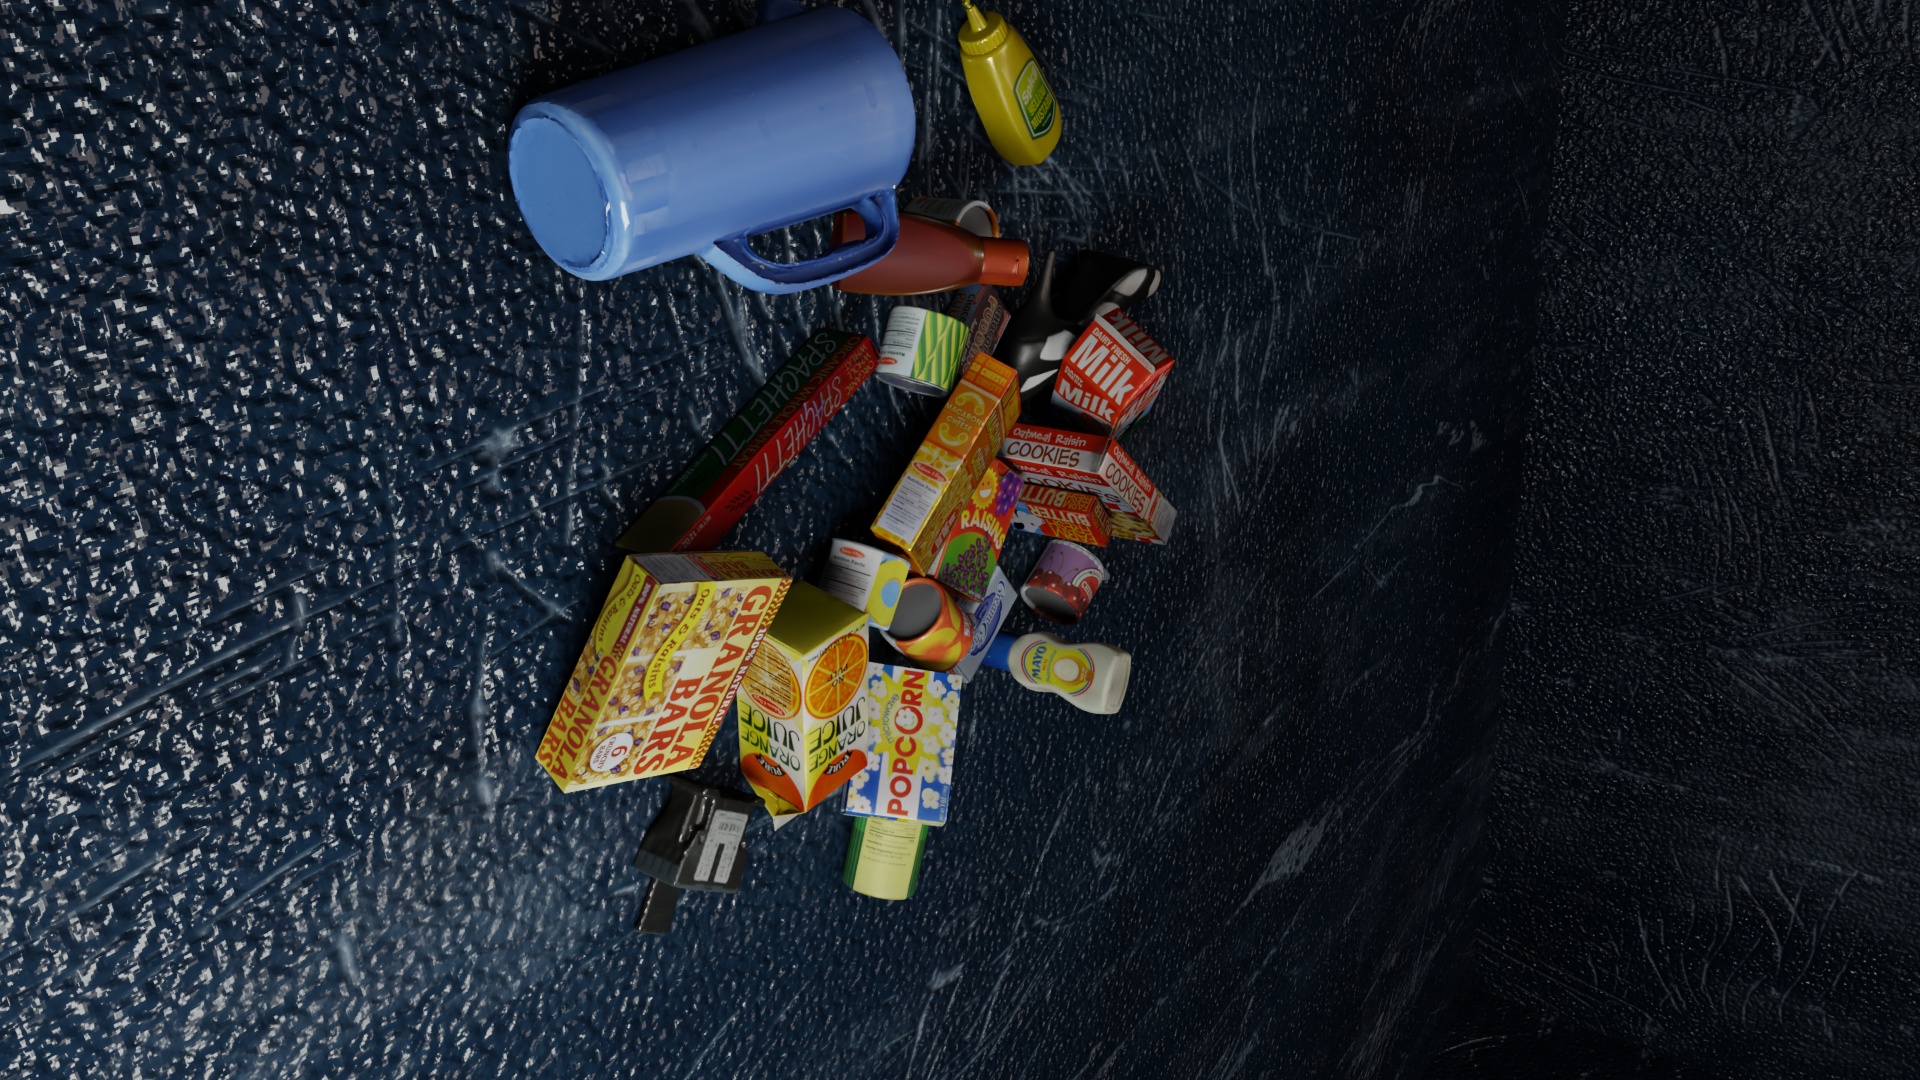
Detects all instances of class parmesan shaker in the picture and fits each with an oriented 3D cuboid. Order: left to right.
[{"bbox_3d":[-0.064,0.250,1.203,0.071,0.071,0.103,8,95,-55],"label":"parmesan shaker"}]

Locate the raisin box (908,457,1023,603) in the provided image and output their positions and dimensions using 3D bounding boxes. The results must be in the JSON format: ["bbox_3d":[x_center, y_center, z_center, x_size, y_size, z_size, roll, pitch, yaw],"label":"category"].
[{"bbox_3d":[0.004,-0.015,1.235,0.086,0.040,0.123,31,74,-53],"label":"raisin box"}]

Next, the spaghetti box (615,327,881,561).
[{"bbox_3d":[-0.147,-0.067,0.995,0.251,0.050,0.028,-53,140,-32],"label":"spaghetti box"}]

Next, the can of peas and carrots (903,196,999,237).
[{"bbox_3d":[-0.009,-0.242,1.126,0.071,0.059,0.070,-23,119,-49],"label":"can of peas and carrots"}]

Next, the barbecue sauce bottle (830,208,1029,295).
[{"bbox_3d":[-0.023,-0.217,1.059,0.149,0.044,0.064,1,113,-17],"label":"barbecue sauce bottle"}]

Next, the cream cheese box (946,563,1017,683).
[{"bbox_3d":[0.013,0.075,1.289,0.104,0.024,0.053,-60,142,-24],"label":"cream cheese box"}]

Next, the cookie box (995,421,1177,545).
[{"bbox_3d":[0.116,-0.054,1.306,0.167,0.123,0.040,39,68,-52],"label":"cookie box"}]

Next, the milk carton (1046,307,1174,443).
[{"bbox_3d":[0.136,-0.144,1.260,0.073,0.072,0.190,-44,170,-12],"label":"milk carton"}]

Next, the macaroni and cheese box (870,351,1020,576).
[{"bbox_3d":[-0.009,-0.060,1.135,0.166,0.040,0.123,-60,171,-8],"label":"macaroni and cheese box"}]

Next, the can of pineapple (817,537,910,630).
[{"bbox_3d":[-0.079,0.035,1.110,0.071,0.071,0.058,27,78,-55],"label":"can of pineapple"}]

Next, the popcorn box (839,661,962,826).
[{"bbox_3d":[-0.049,0.169,1.155,0.038,0.085,0.127,133,-34,-71],"label":"popcorn box"}]

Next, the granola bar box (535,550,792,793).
[{"bbox_3d":[-0.197,0.084,0.930,0.124,0.039,0.165,0,124,-55],"label":"granola bar box"}]

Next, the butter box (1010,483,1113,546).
[{"bbox_3d":[0.088,-0.025,1.294,0.024,0.103,0.053,-61,142,-23],"label":"butter box"}]

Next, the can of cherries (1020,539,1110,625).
[{"bbox_3d":[0.103,0.043,1.365,0.058,0.071,0.071,-57,141,-27],"label":"can of cherries"}]

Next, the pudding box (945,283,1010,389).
[{"bbox_3d":[0.007,-0.175,1.195,0.084,0.030,0.049,-64,144,-18],"label":"pudding box"}]

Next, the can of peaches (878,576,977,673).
[{"bbox_3d":[-0.028,0.071,1.191,0.071,0.071,0.058,-63,142,-20],"label":"can of peaches"}]

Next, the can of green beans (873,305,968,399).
[{"bbox_3d":[-0.031,-0.152,1.117,0.071,0.071,0.058,19,84,-55],"label":"can of green beans"}]

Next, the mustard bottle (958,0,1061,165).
[{"bbox_3d":[0.035,-0.385,1.151,0.065,0.049,0.159,-64,143,-22],"label":"mustard bottle"}]

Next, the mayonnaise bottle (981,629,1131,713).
[{"bbox_3d":[0.084,0.115,1.294,0.041,0.148,0.064,13,90,-55],"label":"mayonnaise bottle"}]

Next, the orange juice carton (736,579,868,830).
[{"bbox_3d":[-0.120,0.134,1.060,0.072,0.073,0.191,-33,137,-43],"label":"orange juice carton"}]
